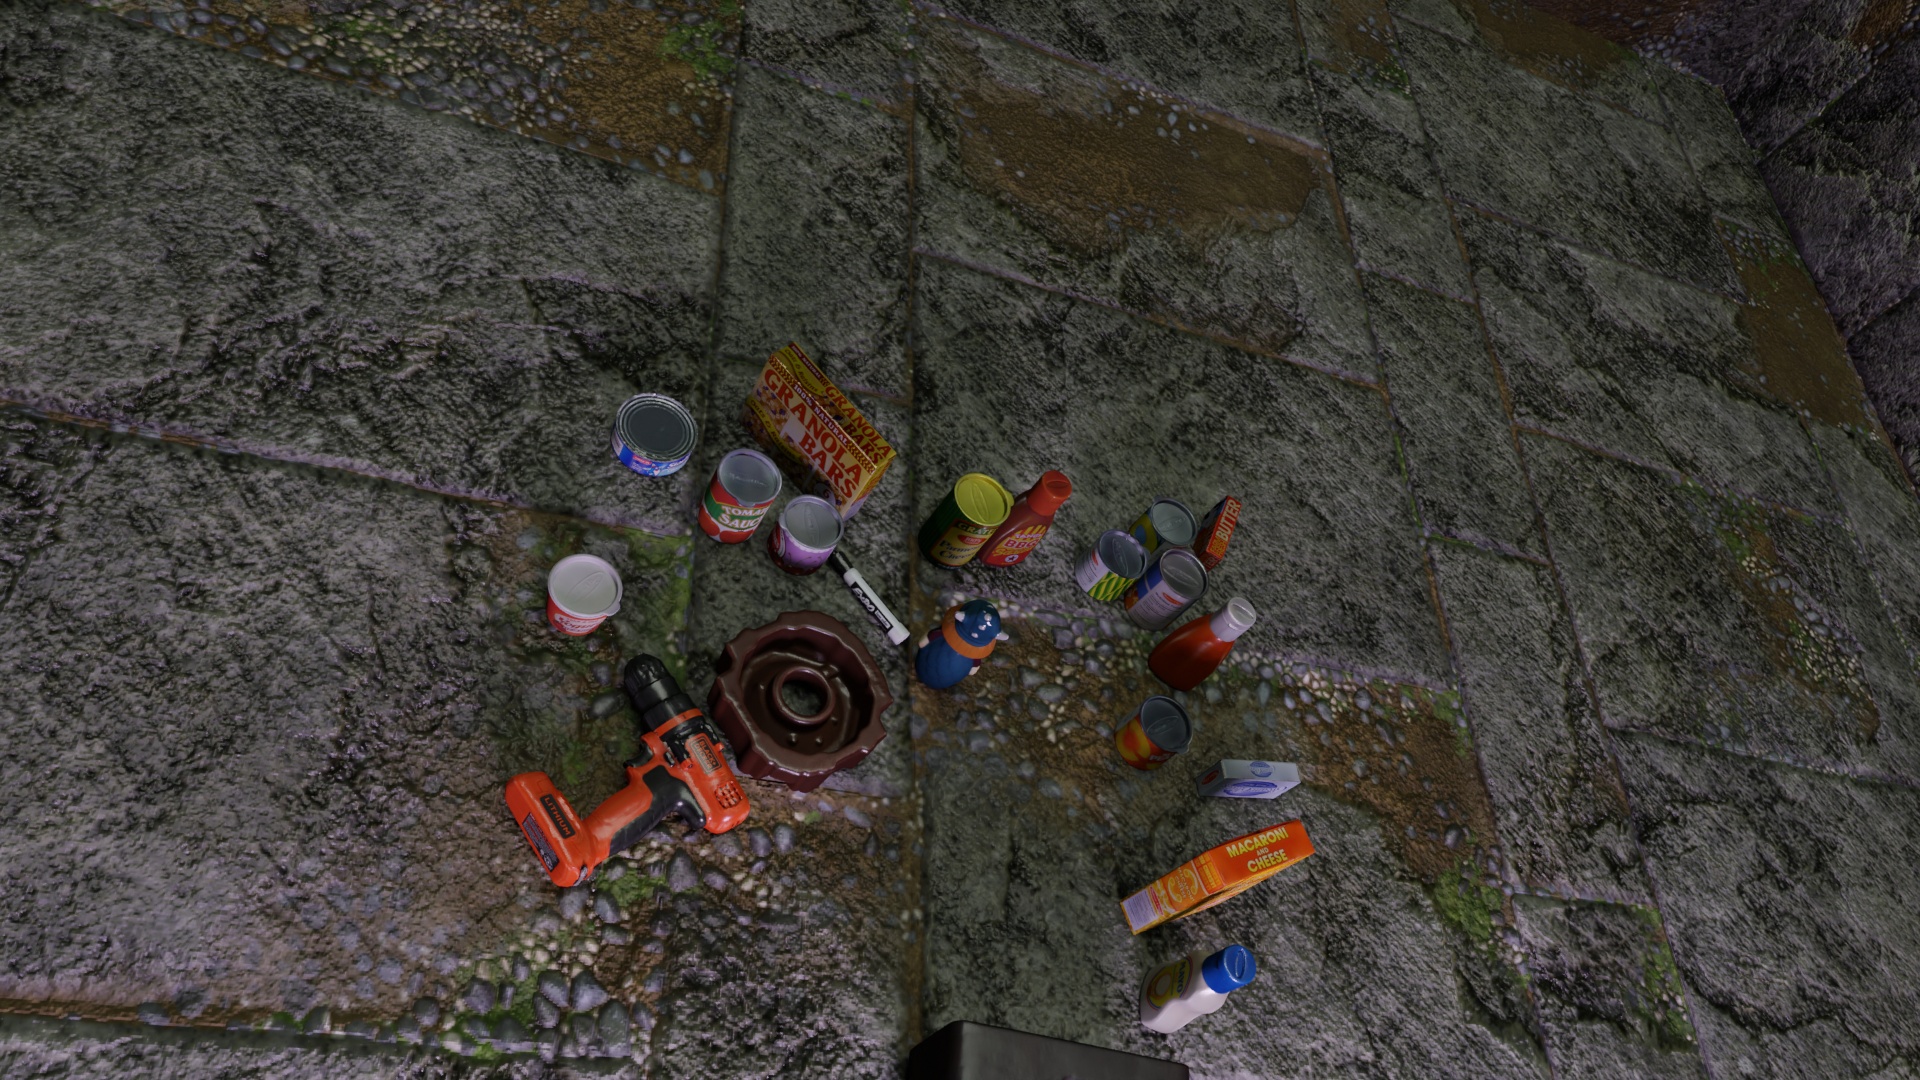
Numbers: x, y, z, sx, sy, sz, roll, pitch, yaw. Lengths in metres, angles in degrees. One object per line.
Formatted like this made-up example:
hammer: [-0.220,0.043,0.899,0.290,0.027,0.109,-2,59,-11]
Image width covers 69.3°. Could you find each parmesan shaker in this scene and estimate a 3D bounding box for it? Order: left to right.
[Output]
parmesan shaker: [0.005,-0.019,1.518,0.071,0.102,0.071,14,54,-20]

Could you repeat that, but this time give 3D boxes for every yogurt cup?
yogurt cup: [-0.358,0.054,1.308,0.072,0.053,0.073,14,54,-20]

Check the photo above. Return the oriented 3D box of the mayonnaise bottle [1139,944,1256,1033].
mayonnaise bottle: [0.224,0.420,1.315,0.041,0.147,0.065,26,51,-11]

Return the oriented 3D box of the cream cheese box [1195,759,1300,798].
cream cheese box: [0.317,0.263,1.530,0.104,0.053,0.024,7,57,-24]

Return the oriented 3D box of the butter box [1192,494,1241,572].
butter box: [0.310,-0.004,1.703,0.024,0.053,0.104,33,50,-5]

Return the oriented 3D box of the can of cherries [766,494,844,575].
can of cherries: [-0.165,-0.006,1.447,0.071,0.058,0.072,14,54,-20]

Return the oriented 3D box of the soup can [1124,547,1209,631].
soup can: [0.238,0.056,1.605,0.071,0.083,0.072,14,54,-20]

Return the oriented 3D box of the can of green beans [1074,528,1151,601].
can of green beans: [0.174,0.029,1.605,0.071,0.057,0.071,14,54,-20]

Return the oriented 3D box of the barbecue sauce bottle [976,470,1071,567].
barbecue sauce bottle: [0.072,-0.024,1.527,0.065,0.147,0.044,-2,61,-29]

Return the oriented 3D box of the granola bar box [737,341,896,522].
granola bar box: [-0.154,-0.111,1.480,0.165,0.123,0.039,48,50,7]

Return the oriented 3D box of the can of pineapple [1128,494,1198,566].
can of pineapple: [0.242,-0.011,1.668,0.071,0.057,0.071,14,54,-20]

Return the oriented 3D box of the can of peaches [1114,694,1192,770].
can of peaches: [0.210,0.211,1.505,0.071,0.057,0.071,14,54,-20]

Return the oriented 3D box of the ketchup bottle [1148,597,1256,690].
ketchup bottle: [0.272,0.113,1.543,0.065,0.148,0.044,34,50,-4]

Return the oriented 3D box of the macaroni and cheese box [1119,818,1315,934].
macaroni and cheese box: [0.251,0.333,1.375,0.124,0.165,0.040,-9,65,-32]

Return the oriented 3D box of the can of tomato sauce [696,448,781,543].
can of tomato sauce: [-0.228,-0.043,1.422,0.071,0.082,0.071,14,54,-20]
